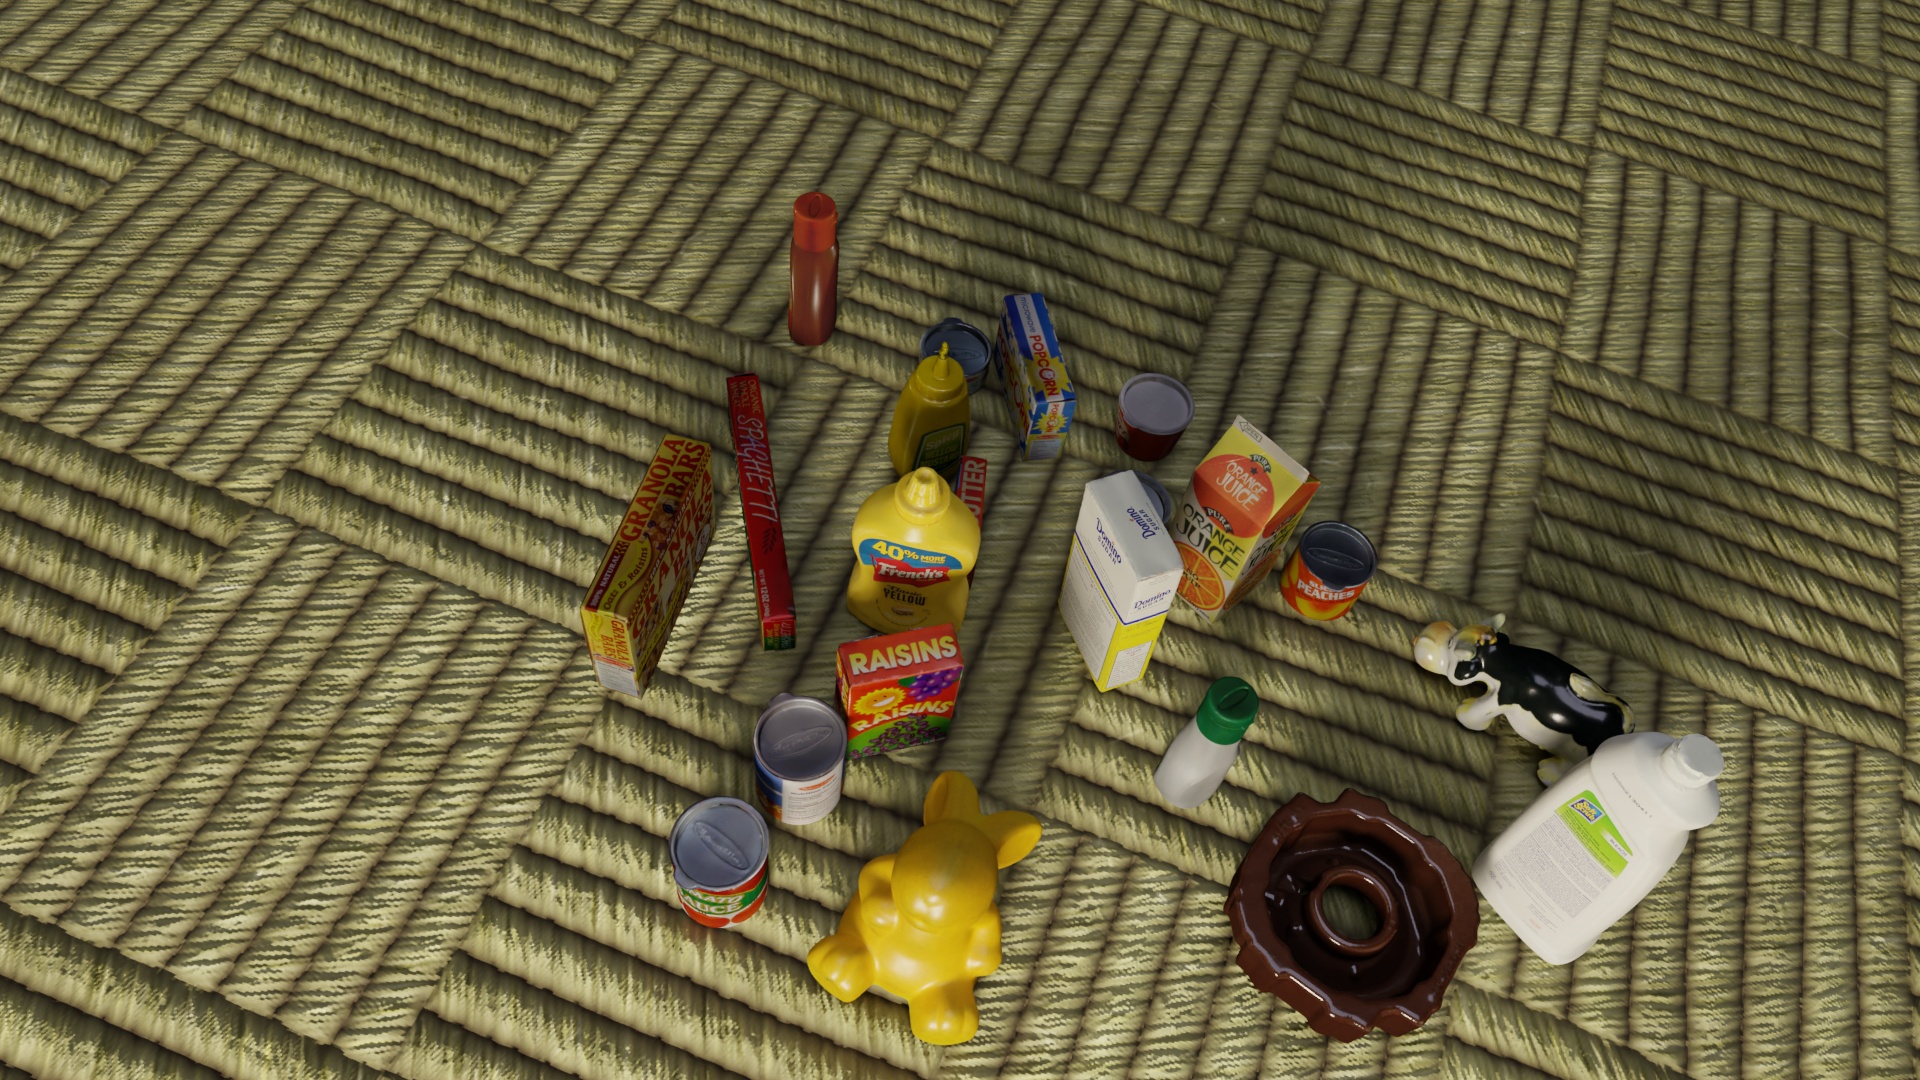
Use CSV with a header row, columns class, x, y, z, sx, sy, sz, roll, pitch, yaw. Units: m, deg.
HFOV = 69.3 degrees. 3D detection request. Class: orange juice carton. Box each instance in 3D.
class,x,y,z,sx,sy,sz,roll,pitch,yaw
orange juice carton,0.222,-0.021,1.108,0.073,0.191,0.072,-36,68,-26

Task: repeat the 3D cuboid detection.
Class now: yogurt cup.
class,x,y,z,sx,sy,sz,roll,pitch,yaw
yogurt cup,0.170,-0.108,1.242,0.072,0.053,0.073,4,57,-5

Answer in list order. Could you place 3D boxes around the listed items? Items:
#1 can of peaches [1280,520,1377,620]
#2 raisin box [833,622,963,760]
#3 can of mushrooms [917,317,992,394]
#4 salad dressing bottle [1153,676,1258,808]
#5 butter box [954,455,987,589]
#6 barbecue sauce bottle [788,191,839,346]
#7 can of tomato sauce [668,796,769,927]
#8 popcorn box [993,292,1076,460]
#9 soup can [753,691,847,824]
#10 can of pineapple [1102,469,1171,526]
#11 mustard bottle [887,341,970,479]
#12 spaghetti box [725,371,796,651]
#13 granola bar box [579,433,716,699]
class,x,y,z,sx,sy,sz,roll,pitch,yaw
can of peaches,0.308,0.028,1.168,0.071,0.057,0.071,4,57,-5
raisin box,-0.048,0.112,1.026,0.086,0.122,0.040,-9,59,-13
can of mushrooms,-0.006,-0.167,1.270,0.071,0.033,0.071,4,56,-5
salad dressing bottle,0.181,0.148,1.018,0.064,0.147,0.044,-29,65,-23
butter box,0.004,-0.015,1.158,0.024,0.052,0.104,8,56,-2
barbecue sauce bottle,-0.130,-0.243,1.234,0.044,0.147,0.065,9,56,-1
can of tomato sauce,-0.166,0.225,0.960,0.071,0.082,0.071,4,57,-5
popcorn box,0.064,-0.146,1.234,0.038,0.084,0.127,-7,58,-12
soup can,-0.118,0.159,1.010,0.071,0.083,0.072,4,57,-5
can of pineapple,0.138,-0.016,1.174,0.071,0.057,0.071,4,57,-5
mustard bottle,-0.023,-0.107,1.152,0.065,0.159,0.049,-19,61,-18
spaghetti box,-0.166,-0.029,1.147,0.029,0.050,0.251,-6,58,-12
granola bar box,-0.235,0.019,1.061,0.039,0.123,0.166,16,56,3
